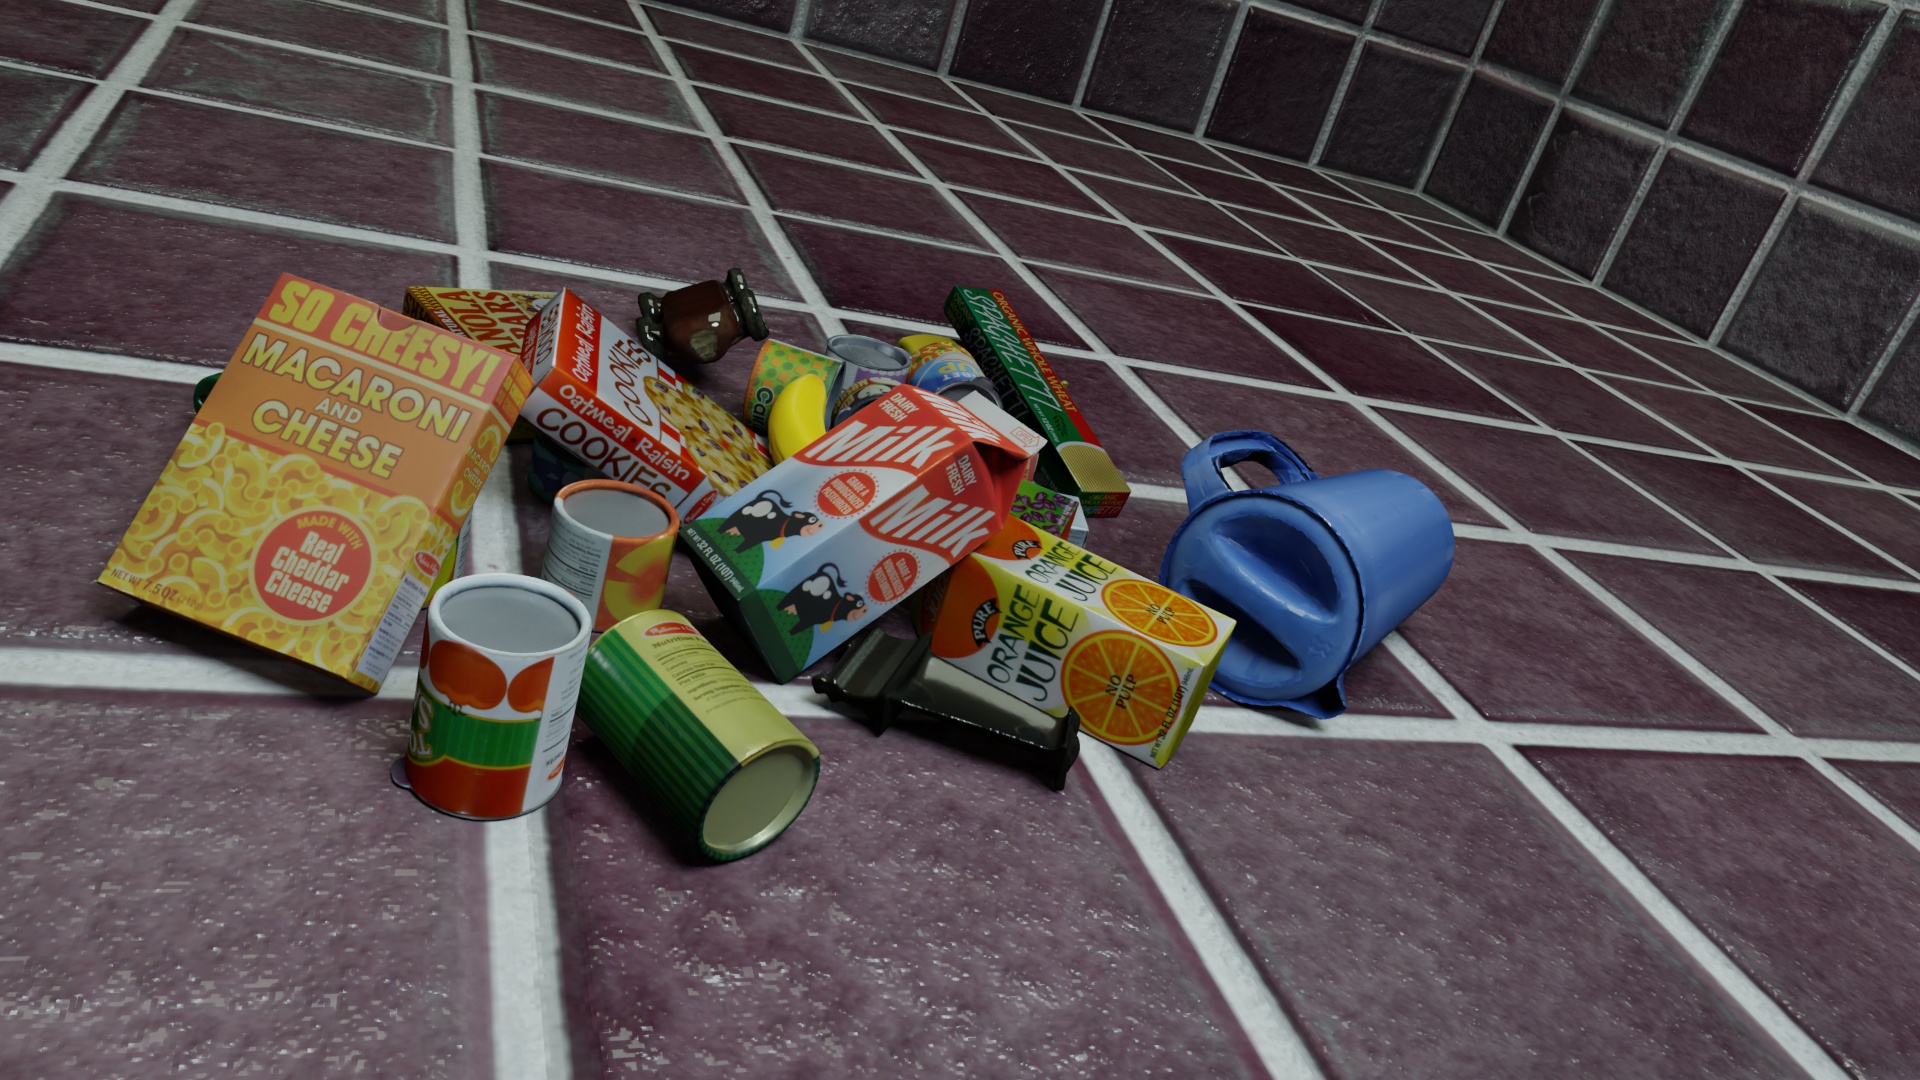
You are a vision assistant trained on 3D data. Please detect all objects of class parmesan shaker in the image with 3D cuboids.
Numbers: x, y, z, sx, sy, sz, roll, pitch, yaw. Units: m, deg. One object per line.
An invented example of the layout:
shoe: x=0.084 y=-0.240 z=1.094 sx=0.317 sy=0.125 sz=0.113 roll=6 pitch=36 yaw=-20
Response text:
parmesan shaker: x=-0.121 y=0.086 z=0.617 sx=0.071 sy=0.071 sz=0.103 roll=-10 pitch=37 yaw=-45

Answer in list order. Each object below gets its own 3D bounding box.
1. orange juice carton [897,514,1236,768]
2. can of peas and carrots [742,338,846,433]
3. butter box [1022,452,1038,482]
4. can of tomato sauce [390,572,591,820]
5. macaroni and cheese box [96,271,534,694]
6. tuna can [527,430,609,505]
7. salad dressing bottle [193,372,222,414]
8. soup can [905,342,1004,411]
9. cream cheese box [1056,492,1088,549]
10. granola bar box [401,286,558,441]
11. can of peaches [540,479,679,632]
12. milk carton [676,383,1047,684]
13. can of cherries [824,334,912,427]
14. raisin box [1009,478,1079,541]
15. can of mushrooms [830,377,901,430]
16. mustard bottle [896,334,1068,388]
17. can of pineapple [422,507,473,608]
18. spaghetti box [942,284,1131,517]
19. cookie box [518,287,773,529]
orange juice carton: x=0.051 y=0.046 z=0.801 sx=0.193 sy=0.071 sz=0.073 roll=25 pitch=26 yaw=15
can of peas and carrots: x=-0.121 y=-0.104 z=1.003 sx=0.059 sy=0.070 sz=0.071 roll=17 pitch=25 yaw=0
butter box: x=0.013 y=-0.061 z=1.005 sx=0.053 sy=0.024 sz=0.103 roll=10 pitch=5 yaw=-20
can of tomato sauce: x=-0.198 y=0.065 z=0.589 sx=0.071 sy=0.082 sz=0.071 roll=15 pitch=25 yaw=-7
macaroni and cheese box: x=-0.292 y=-0.029 z=0.643 sx=0.124 sy=0.167 sz=0.040 roll=20 pitch=-17 yaw=4
tuna can: x=-0.231 y=-0.048 z=0.852 sx=0.071 sy=0.032 sz=0.071 roll=15 pitch=26 yaw=-7
salad dressing bottle: x=-0.391 y=-0.099 z=0.839 sx=0.064 sy=0.043 sz=0.148 roll=23 pitch=26 yaw=9
soup can: x=-0.006 y=-0.112 z=1.082 sx=0.071 sy=0.071 sz=0.084 roll=8 pitch=27 yaw=-19
cream cheese box: x=0.036 y=-0.019 z=0.978 sx=0.104 sy=0.024 sz=0.053 roll=12 pitch=27 yaw=-12
granola bar box: x=-0.293 y=-0.123 z=0.956 sx=0.124 sy=0.039 sz=0.166 roll=-6 pitch=34 yaw=-42
can of peaches: x=-0.186 y=0.007 z=0.743 sx=0.071 sy=0.057 sz=0.071 roll=14 pitch=26 yaw=-7
milk carton: x=-0.047 y=-0.017 z=0.753 sx=0.191 sy=0.073 sz=0.072 roll=-36 pitch=47 yaw=-16
can of cherries: x=-0.074 y=-0.119 z=1.067 sx=0.071 sy=0.058 sz=0.072 roll=14 pitch=25 yaw=-6
raisin box: x=0.003 y=-0.011 z=0.897 sx=0.123 sy=0.039 sz=0.086 roll=23 pitch=45 yaw=11
can of mushrooms: x=-0.060 y=-0.082 z=0.991 sx=0.071 sy=0.070 sz=0.033 roll=7 pitch=27 yaw=-21
mustard bottle: x=0.022 y=-0.136 z=1.175 sx=0.160 sy=0.048 sz=0.065 roll=5 pitch=34 yaw=-27
can of pineapple: x=-0.285 y=-0.005 z=0.703 sx=0.071 sy=0.057 sz=0.071 roll=14 pitch=25 yaw=-7
spaghetti box: x=0.056 y=-0.116 z=1.107 sx=0.050 sy=0.028 sz=0.251 roll=0 pitch=46 yaw=-34
cookie box: x=-0.185 y=-0.066 z=0.831 sx=0.167 sy=0.040 sz=0.123 roll=38 pitch=15 yaw=-29
